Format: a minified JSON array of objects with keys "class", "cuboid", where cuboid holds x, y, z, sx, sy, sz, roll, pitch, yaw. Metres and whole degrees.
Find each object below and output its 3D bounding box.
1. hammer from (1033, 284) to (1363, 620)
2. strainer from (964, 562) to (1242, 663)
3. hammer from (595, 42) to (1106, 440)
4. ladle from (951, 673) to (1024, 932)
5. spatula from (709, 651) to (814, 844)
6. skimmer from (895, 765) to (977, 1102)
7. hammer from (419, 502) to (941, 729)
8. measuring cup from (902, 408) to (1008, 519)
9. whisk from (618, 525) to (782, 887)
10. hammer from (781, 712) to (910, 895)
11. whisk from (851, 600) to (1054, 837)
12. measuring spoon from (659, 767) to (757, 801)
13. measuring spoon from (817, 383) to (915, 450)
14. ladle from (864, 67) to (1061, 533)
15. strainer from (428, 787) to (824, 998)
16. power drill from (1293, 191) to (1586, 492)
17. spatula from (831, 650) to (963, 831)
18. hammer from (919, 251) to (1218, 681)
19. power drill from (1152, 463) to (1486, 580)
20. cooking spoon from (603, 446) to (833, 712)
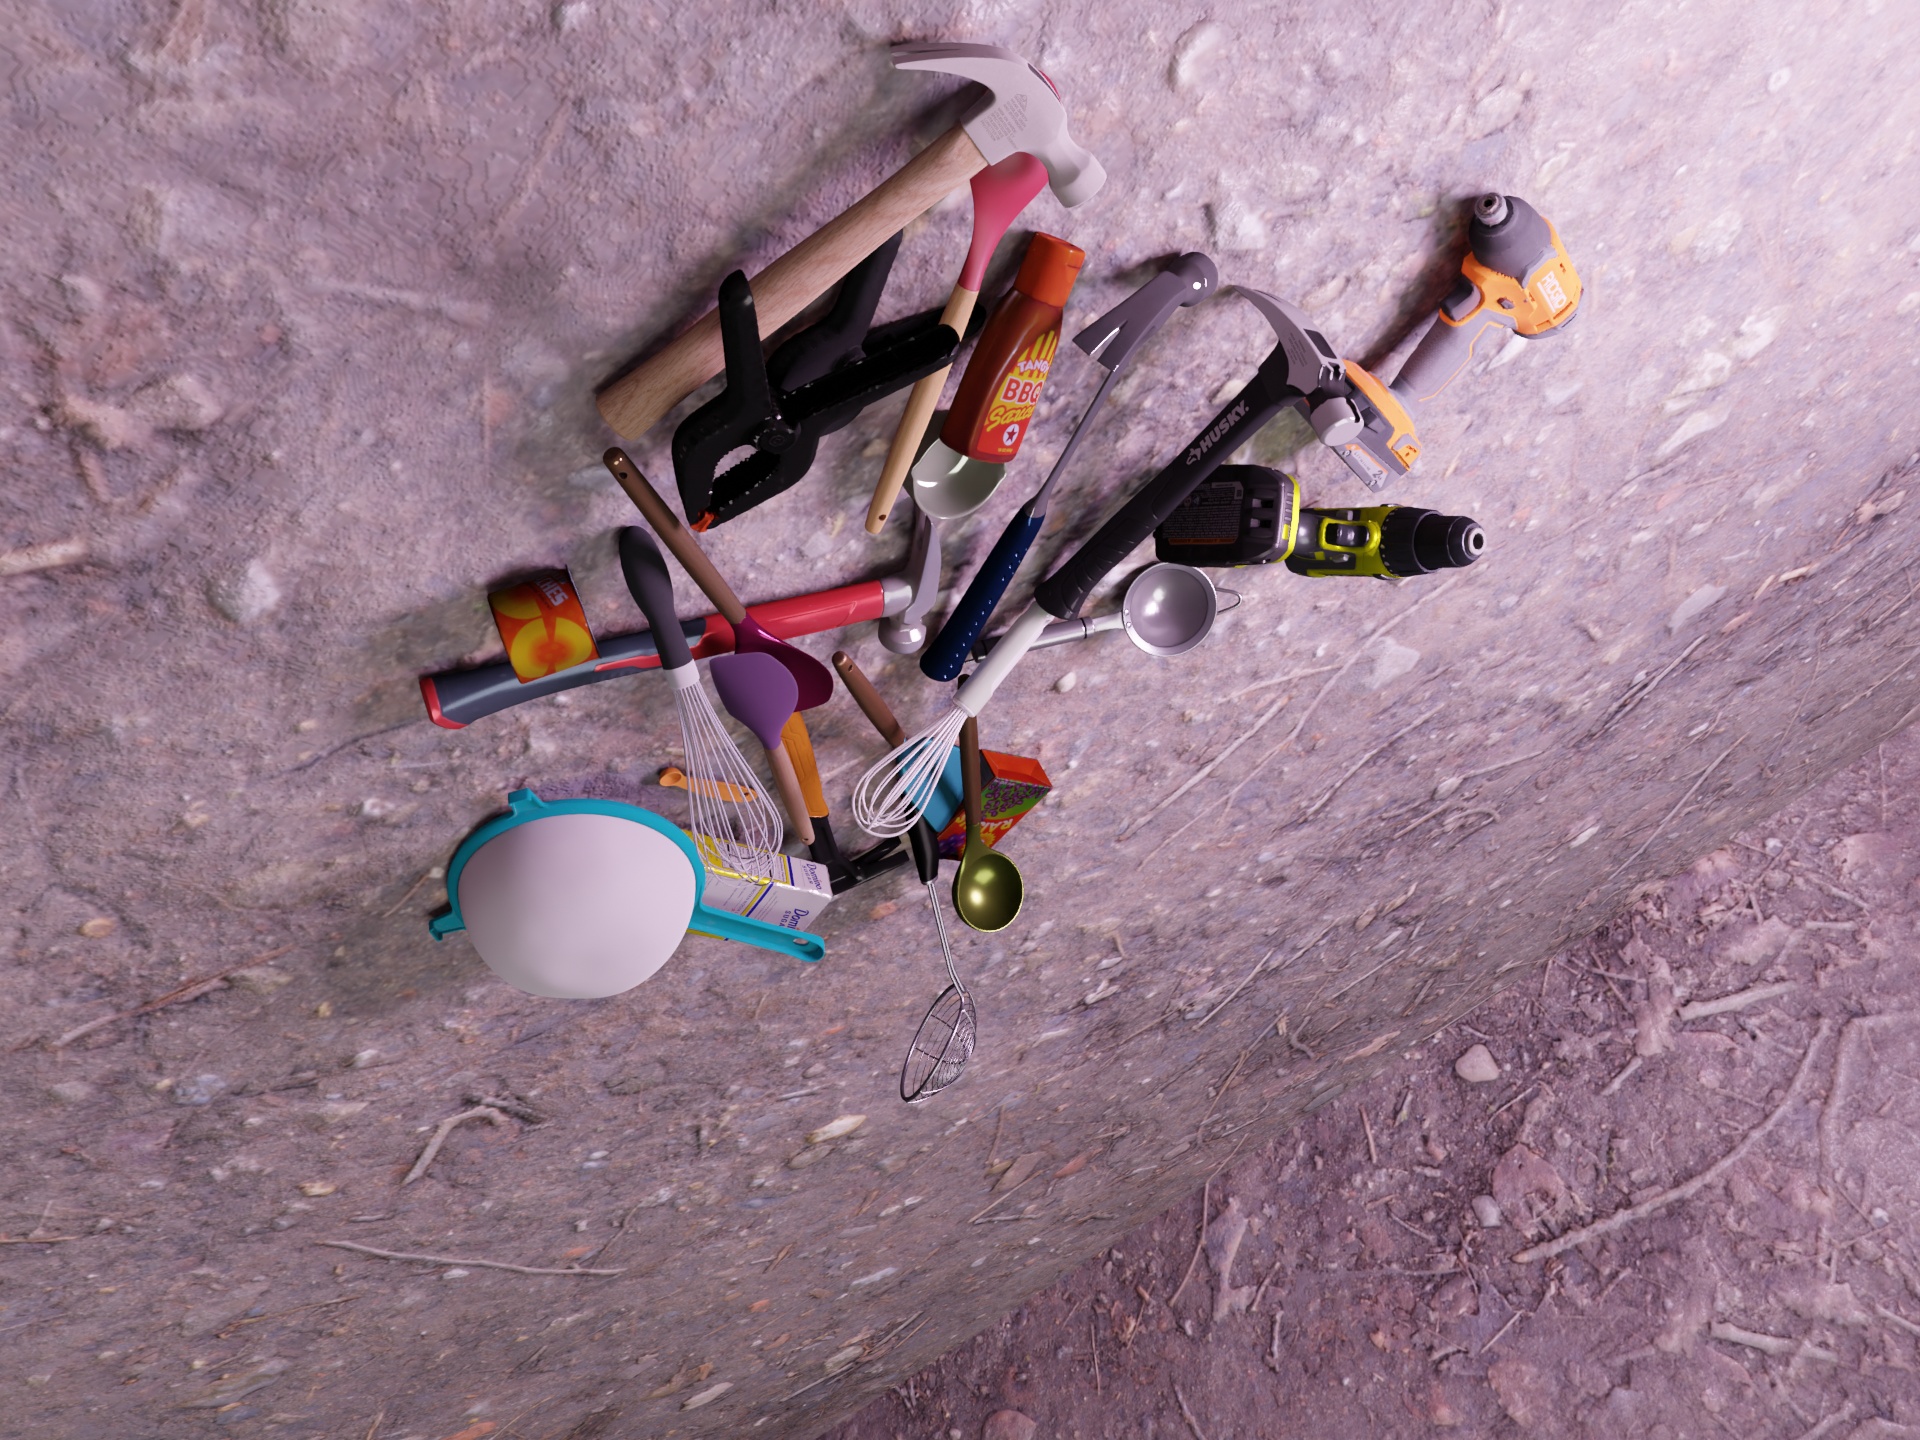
[{"class":"hammer","cuboid":[0.160,-0.184,1.218,0.035,0.146,0.334,1,149,-37]},{"class":"strainer","cuboid":[0.116,-0.084,1.378,0.258,0.050,0.086,-13,110,-12]},{"class":"hammer","cuboid":[-0.085,-0.272,0.937,0.331,0.031,0.129,-32,125,17]},{"class":"ladle","cuboid":[0.019,0.080,1.456,0.078,0.062,0.319,-36,144,-27]},{"class":"spatula","cuboid":[-0.145,0.029,1.280,0.060,0.018,0.315,-6,151,1]},{"class":"skimmer","cuboid":[-0.048,0.206,1.532,0.090,0.127,0.363,-7,116,8]},{"class":"hammer","cuboid":[-0.197,-0.069,1.163,0.386,0.038,0.143,-15,145,-21]},{"class":"measuring cup","cuboid":[0.004,-0.222,1.110,0.083,0.038,0.167,-4,126,-35]},{"class":"whisk","cuboid":[-0.189,-0.005,1.132,0.070,0.070,0.284,-21,111,-12]},{"class":"hammer","cuboid":[-0.129,0.064,1.408,0.127,0.034,0.336,-22,148,-7]},{"class":"whisk","cuboid":[-0.002,-0.004,1.321,0.246,0.059,0.057,-51,169,-8]},{"class":"measuring spoon","cuboid":[-0.214,0.054,1.355,0.021,0.011,0.116,-38,151,22]},{"class":"measuring spoon","cuboid":[-0.062,-0.211,1.080,0.124,0.018,0.034,-26,148,-5]},{"class":"ladle","cuboid":[-0.006,-0.252,1.005,0.069,0.031,0.315,-2,130,-35]},{"class":"strainer","cuboid":[-0.261,0.185,1.338,0.340,0.095,0.211,20,128,-29]},{"class":"power drill","cuboid":[0.367,-0.298,1.229,0.226,0.084,0.164,-43,145,15]},{"class":"spatula","cuboid":[-0.050,0.010,1.348,0.082,0.044,0.317,-60,159,-12]},{"class":"hammer","cuboid":[0.056,-0.164,1.186,0.144,0.035,0.405,-42,169,-44]},{"class":"power drill","cuboid":[0.291,-0.154,1.294,0.228,0.191,0.080,4,93,-34]},{"class":"cooking spoon","cuboid":[-0.167,-0.088,1.110,0.069,0.017,0.318,-15,147,11]}]
